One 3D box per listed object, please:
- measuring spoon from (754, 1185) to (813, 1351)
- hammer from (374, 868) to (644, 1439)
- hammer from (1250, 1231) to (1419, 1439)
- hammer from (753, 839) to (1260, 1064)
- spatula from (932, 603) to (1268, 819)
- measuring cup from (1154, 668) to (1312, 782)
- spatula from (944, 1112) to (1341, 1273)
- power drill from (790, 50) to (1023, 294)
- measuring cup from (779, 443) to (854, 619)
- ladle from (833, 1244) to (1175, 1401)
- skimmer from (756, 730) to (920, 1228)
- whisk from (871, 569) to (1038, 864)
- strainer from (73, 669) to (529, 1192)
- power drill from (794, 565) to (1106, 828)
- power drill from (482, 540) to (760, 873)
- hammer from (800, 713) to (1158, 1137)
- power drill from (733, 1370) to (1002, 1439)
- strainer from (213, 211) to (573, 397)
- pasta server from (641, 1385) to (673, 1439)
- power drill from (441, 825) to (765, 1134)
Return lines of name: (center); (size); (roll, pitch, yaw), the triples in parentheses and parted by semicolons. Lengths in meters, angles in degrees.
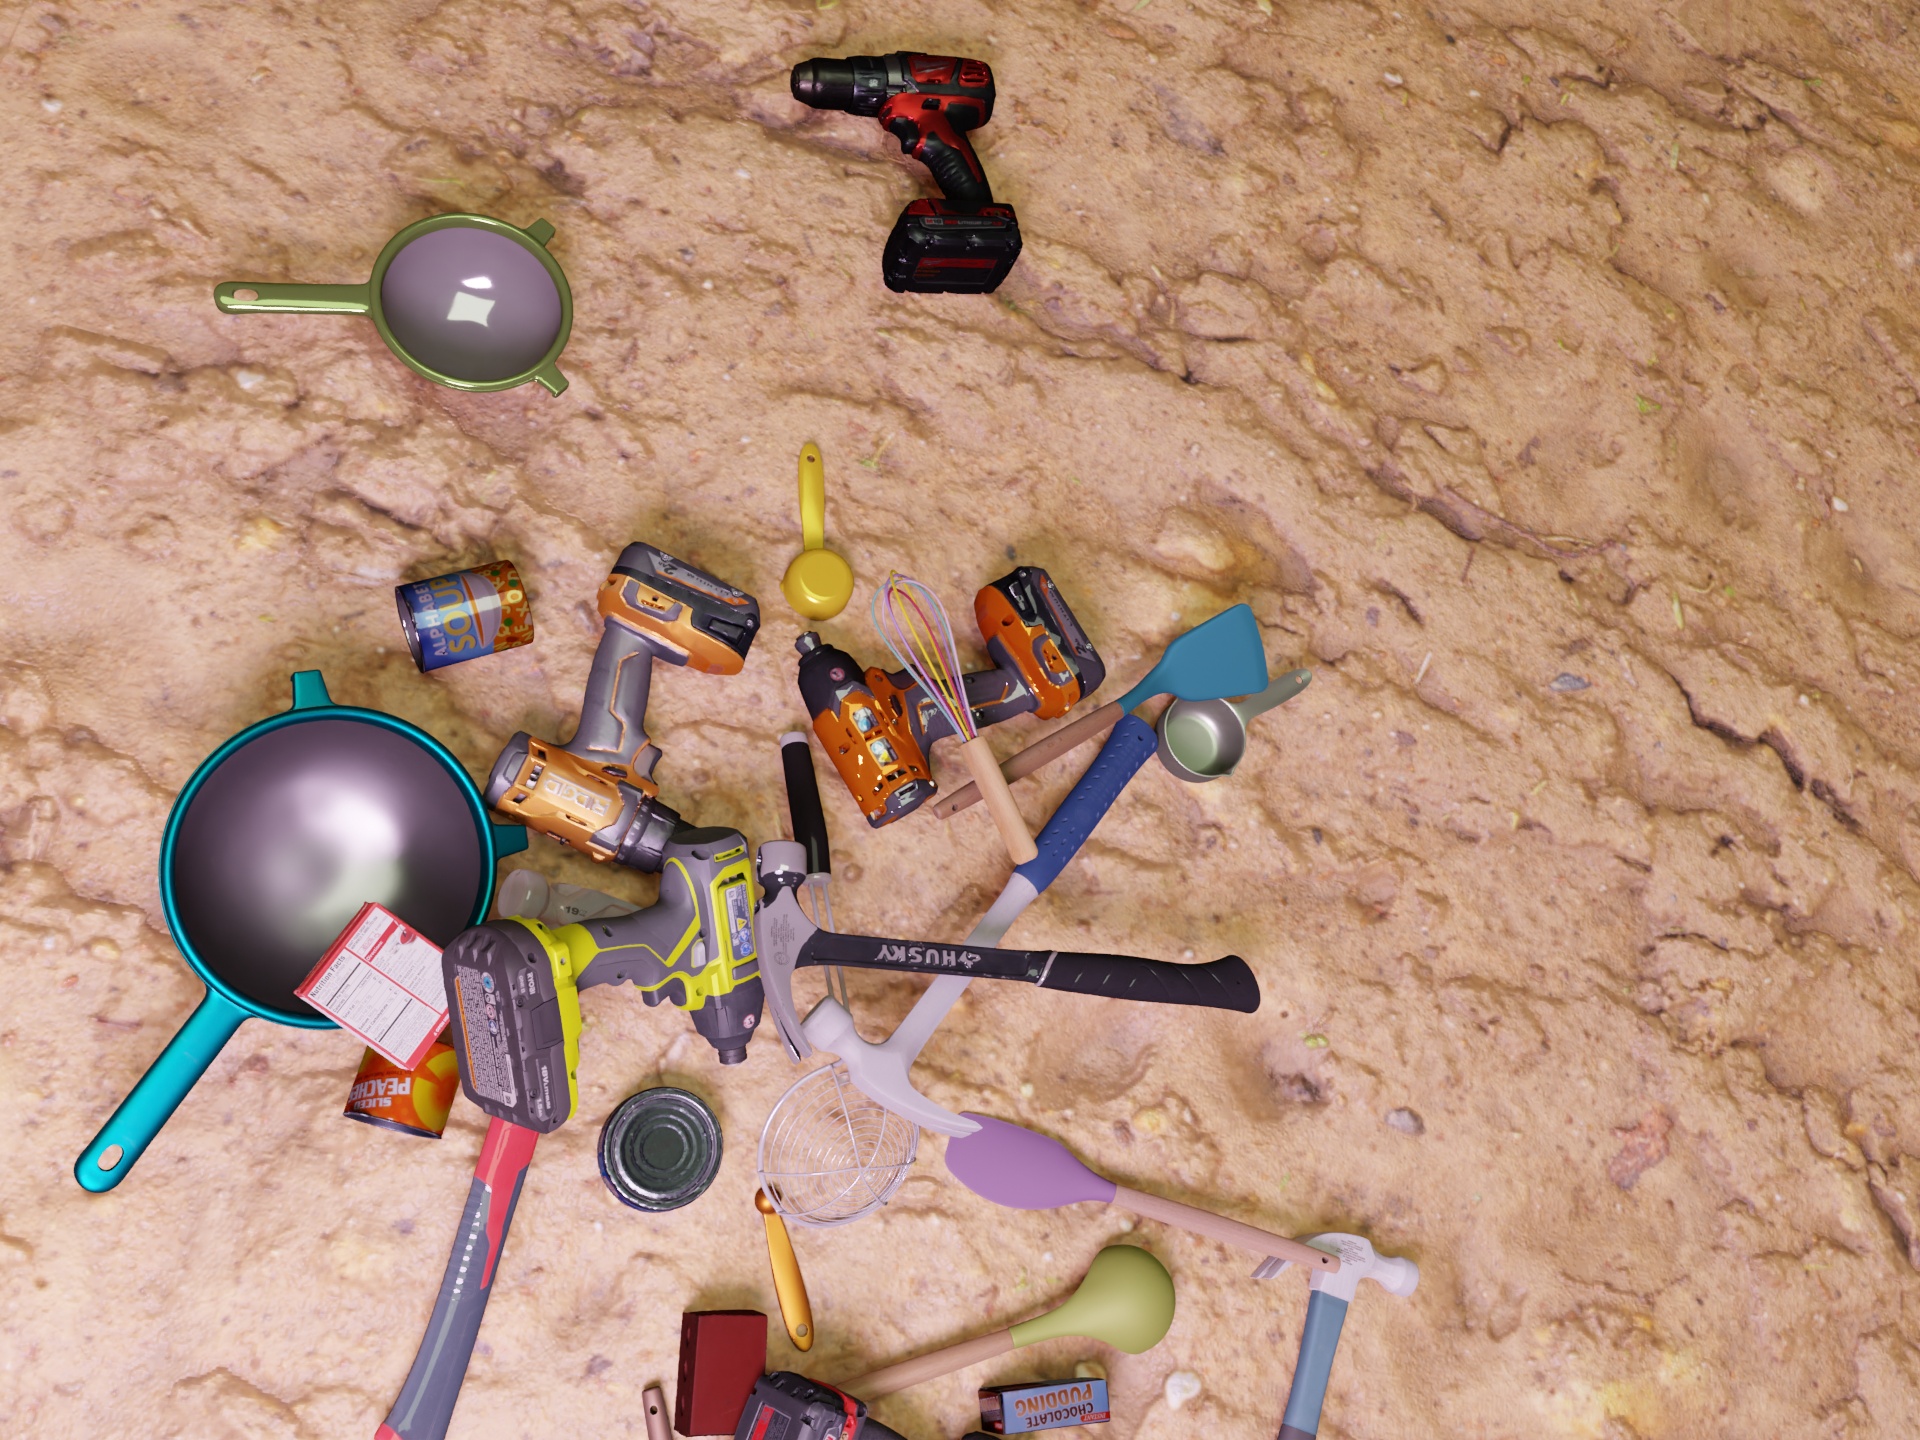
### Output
measuring spoon: (-0.124, 0.390, 1.131); (0.021, 0.011, 0.117); (-12, 77, -22)
hammer: (-0.296, 0.305, 1.074); (0.143, 0.038, 0.386); (28, 69, -41)
hammer: (0.253, 0.549, 1.197); (0.128, 0.033, 0.331); (25, 66, -11)
hammer: (0.045, 0.182, 1.151); (0.408, 0.036, 0.149); (10, 63, -25)
spatula: (0.113, 0.003, 1.278); (0.317, 0.044, 0.082); (-29, 116, -24)
measuring cup: (0.236, -0.002, 1.372); (0.167, 0.038, 0.083); (-28, 83, -27)
spatula: (0.140, 0.370, 1.209); (0.316, 0.018, 0.060); (18, 68, -4)
power drill: (-0.046, -0.498, 1.417); (0.188, 0.080, 0.227); (-4, 71, -20)
measuring cup: (-0.118, -0.160, 1.304); (0.062, 0.029, 0.157); (1, 74, -19)
ladle: (0.009, 0.455, 1.147); (0.320, 0.062, 0.078); (-13, 70, -15)
skimmer: (-0.110, 0.187, 1.193); (0.127, 0.090, 0.364); (3, 61, -29)
whisk: (-0.003, -0.004, 1.206); (0.051, 0.047, 0.245); (-24, 86, -17)
strainer: (-0.459, 0.148, 1.043); (0.210, 0.095, 0.340); (42, 64, -24)
power drill: (-0.016, -0.035, 1.273); (0.226, 0.084, 0.164); (-30, 84, -21)
power drill: (-0.225, 0.003, 1.189); (0.185, 0.084, 0.226); (27, 70, -11)
hammer: (0.047, 0.138, 1.218); (0.144, 0.035, 0.406); (44, 53, -3)
power drill: (-0.052, 0.528, 1.052); (0.219, 0.078, 0.143); (33, 67, -28)
strainer: (-0.431, -0.310, 1.224); (0.256, 0.069, 0.151); (-4, 76, -19)
pasta server: (-0.169, 0.599, 1.034); (0.060, 0.040, 0.316); (-12, 76, -11)
power drill: (-0.224, 0.181, 1.073); (0.223, 0.080, 0.171); (-18, 106, -48)
